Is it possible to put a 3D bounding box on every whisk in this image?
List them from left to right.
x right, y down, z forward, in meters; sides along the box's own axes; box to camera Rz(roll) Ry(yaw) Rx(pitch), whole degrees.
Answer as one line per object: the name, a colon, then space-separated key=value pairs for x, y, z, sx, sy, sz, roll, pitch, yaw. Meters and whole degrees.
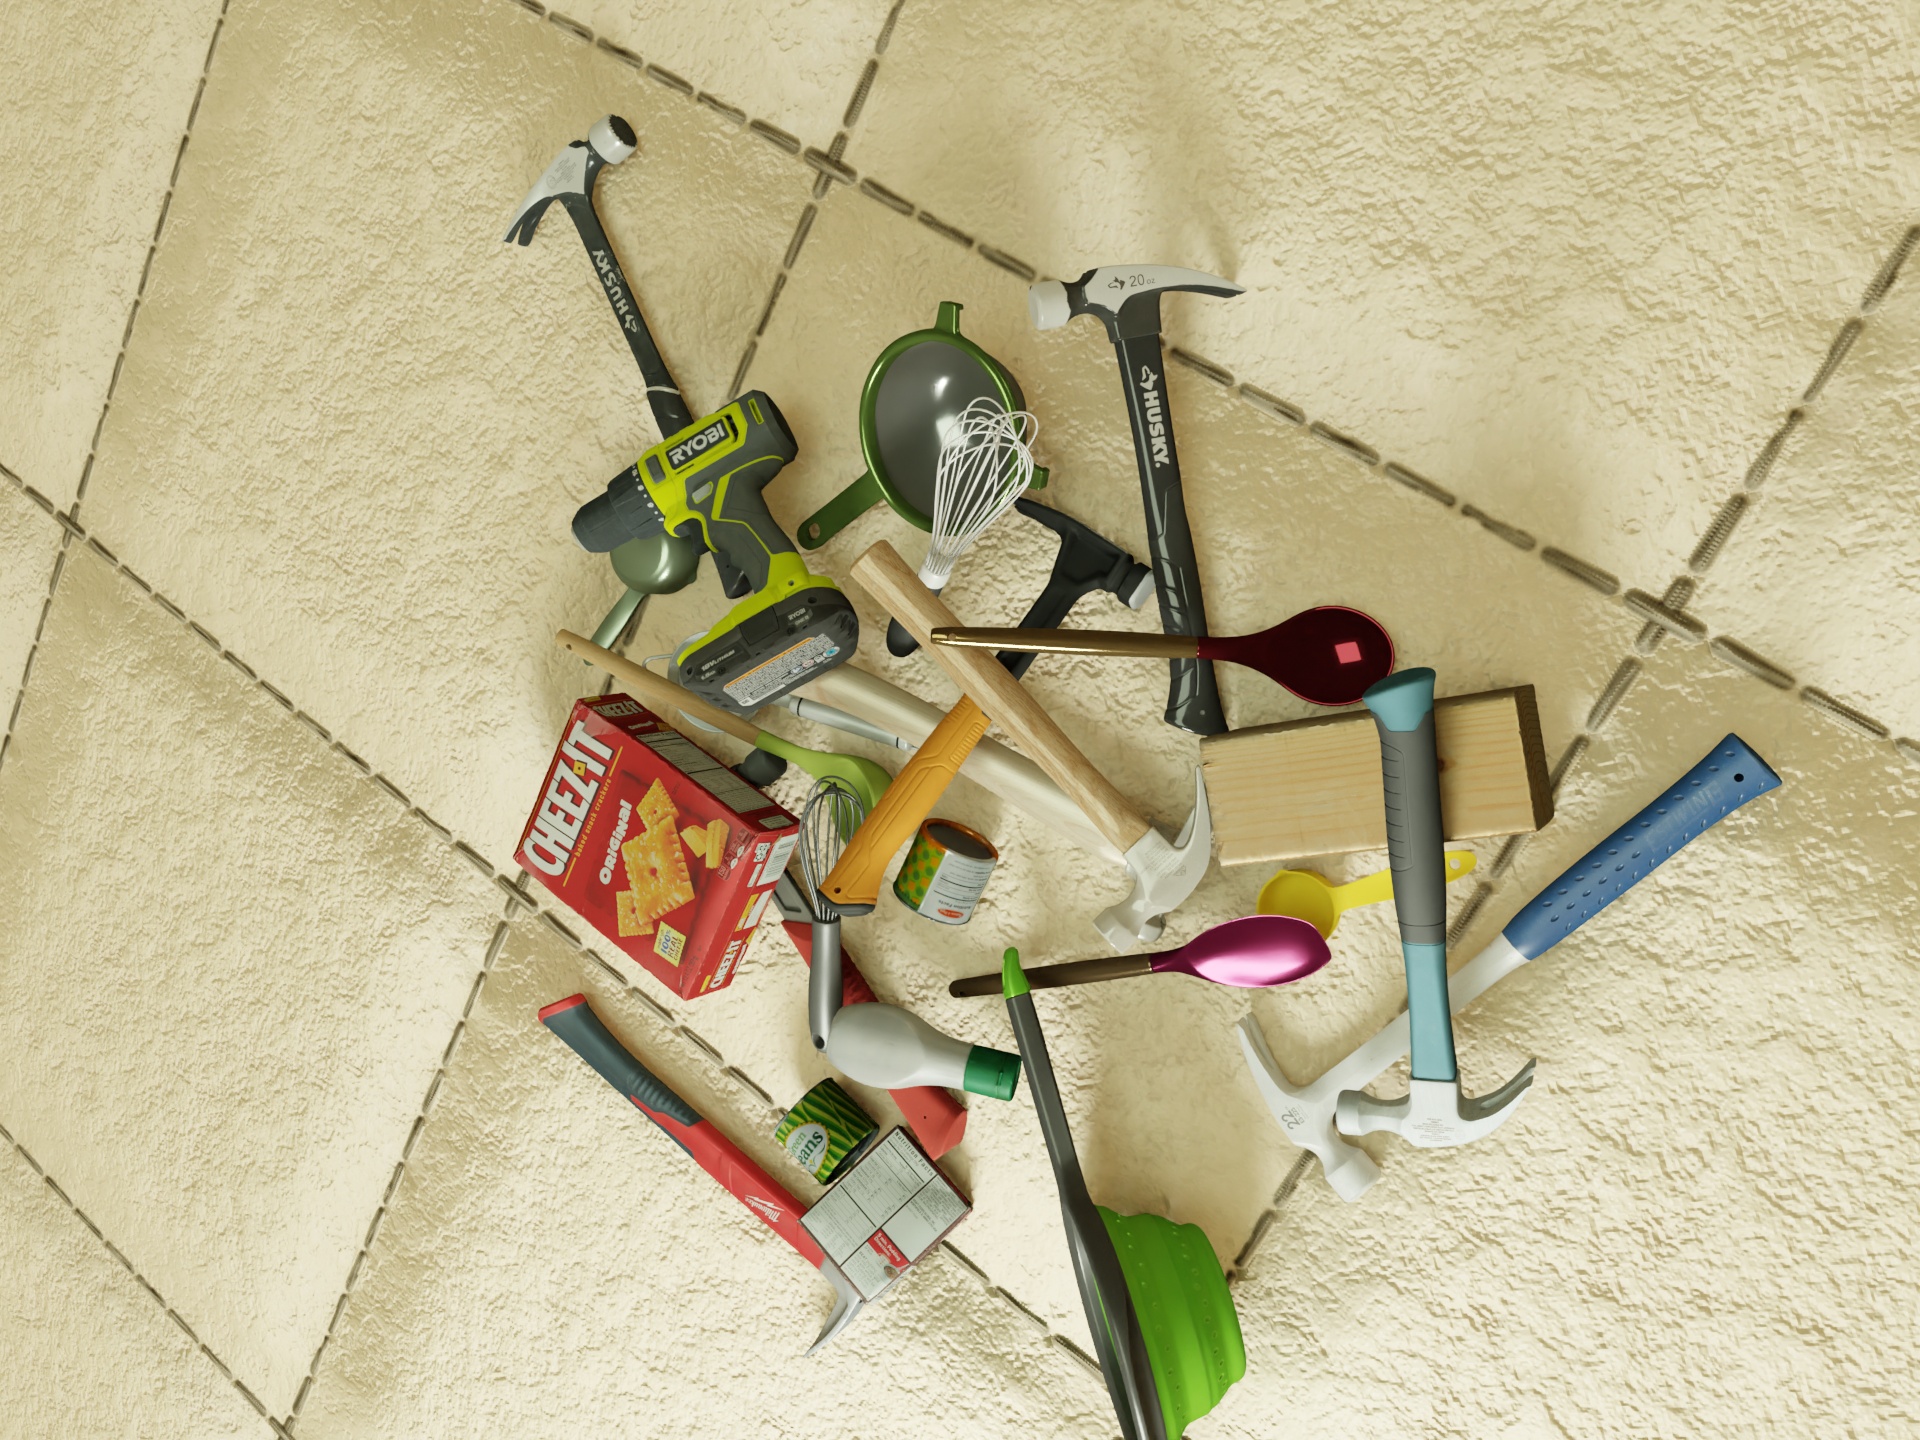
whisk: x=-0.101 y=0.155 z=1.235 sx=0.055 sy=0.055 sz=0.238 roll=14 pitch=113 yaw=25
whisk: x=-0.008 y=-0.127 z=1.146 sx=0.070 sy=0.070 sz=0.284 roll=50 pitch=147 yaw=14

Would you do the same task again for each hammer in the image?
hammer: x=-0.262 y=-0.291 z=1.332 sx=0.149 sy=0.036 sz=0.409 roll=-27 pitch=83 yaw=28
hammer: x=-0.230 y=0.377 z=1.381 sx=0.386 sy=0.038 sz=0.143 roll=35 pitch=111 yaw=20
hammer: x=-0.115 y=0.202 z=1.305 sx=0.149 sy=0.036 sz=0.359 roll=-40 pitch=77 yaw=25
hammer: x=-0.002 y=-0.004 z=1.164 sx=0.127 sy=0.034 sz=0.337 roll=35 pitch=88 yaw=20
hammer: x=-0.002 y=0.009 z=1.208 sx=0.411 sy=0.038 sz=0.146 roll=27 pitch=105 yaw=17
hammer: x=0.047 y=-0.001 z=1.118 sx=0.130 sy=0.031 sz=0.331 roll=-43 pitch=85 yaw=1
hammer: x=0.148 y=-0.150 z=1.113 sx=0.146 sy=0.035 sz=0.334 roll=-12 pitch=99 yaw=-8
hammer: x=0.290 y=0.125 z=1.005 sx=0.128 sy=0.033 sz=0.330 roll=-1 pitch=111 yaw=25
hammer: x=0.357 y=0.152 z=1.058 sx=0.405 sy=0.035 sz=0.144 roll=-46 pitch=75 yaw=23

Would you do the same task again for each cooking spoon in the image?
cooking spoon: x=0.121 y=0.181 z=1.172 sx=0.319 sy=0.017 sz=0.068 roll=-14 pitch=123 yaw=34

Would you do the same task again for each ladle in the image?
ladle: x=-0.190 y=0.009 z=1.271 sx=0.320 sy=0.062 sz=0.078 roll=27 pitch=131 yaw=6
ladle: x=0.137 y=-0.050 z=1.094 sx=0.315 sy=0.031 sz=0.069 roll=3 pitch=89 yaw=2

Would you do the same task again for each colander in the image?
colander: x=0.122 y=0.349 z=1.154 sx=0.094 sy=0.204 sz=0.397 roll=-15 pitch=78 yaw=-5

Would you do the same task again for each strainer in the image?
strainer: x=-0.137 y=-0.014 z=1.294 sx=0.258 sy=0.050 sz=0.087 roll=17 pitch=108 yaw=19
strainer: x=-0.032 y=-0.198 z=1.217 sx=0.256 sy=0.069 sz=0.151 roll=-30 pitch=87 yaw=44

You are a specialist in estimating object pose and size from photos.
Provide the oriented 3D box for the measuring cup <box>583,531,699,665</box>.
measuring cup: x=-0.288 y=-0.111 z=1.360 sx=0.083 sy=0.038 sz=0.167 roll=44 pitch=110 yaw=17

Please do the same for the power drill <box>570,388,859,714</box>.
power drill: x=-0.191 y=-0.124 z=1.231 sx=0.190 sy=0.080 sz=0.229 roll=-29 pitch=66 yaw=7

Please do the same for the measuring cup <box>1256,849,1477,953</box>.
measuring cup: x=0.281 y=0.116 z=1.100 sx=0.156 sy=0.029 sz=0.062 roll=-21 pitch=85 yaw=25
